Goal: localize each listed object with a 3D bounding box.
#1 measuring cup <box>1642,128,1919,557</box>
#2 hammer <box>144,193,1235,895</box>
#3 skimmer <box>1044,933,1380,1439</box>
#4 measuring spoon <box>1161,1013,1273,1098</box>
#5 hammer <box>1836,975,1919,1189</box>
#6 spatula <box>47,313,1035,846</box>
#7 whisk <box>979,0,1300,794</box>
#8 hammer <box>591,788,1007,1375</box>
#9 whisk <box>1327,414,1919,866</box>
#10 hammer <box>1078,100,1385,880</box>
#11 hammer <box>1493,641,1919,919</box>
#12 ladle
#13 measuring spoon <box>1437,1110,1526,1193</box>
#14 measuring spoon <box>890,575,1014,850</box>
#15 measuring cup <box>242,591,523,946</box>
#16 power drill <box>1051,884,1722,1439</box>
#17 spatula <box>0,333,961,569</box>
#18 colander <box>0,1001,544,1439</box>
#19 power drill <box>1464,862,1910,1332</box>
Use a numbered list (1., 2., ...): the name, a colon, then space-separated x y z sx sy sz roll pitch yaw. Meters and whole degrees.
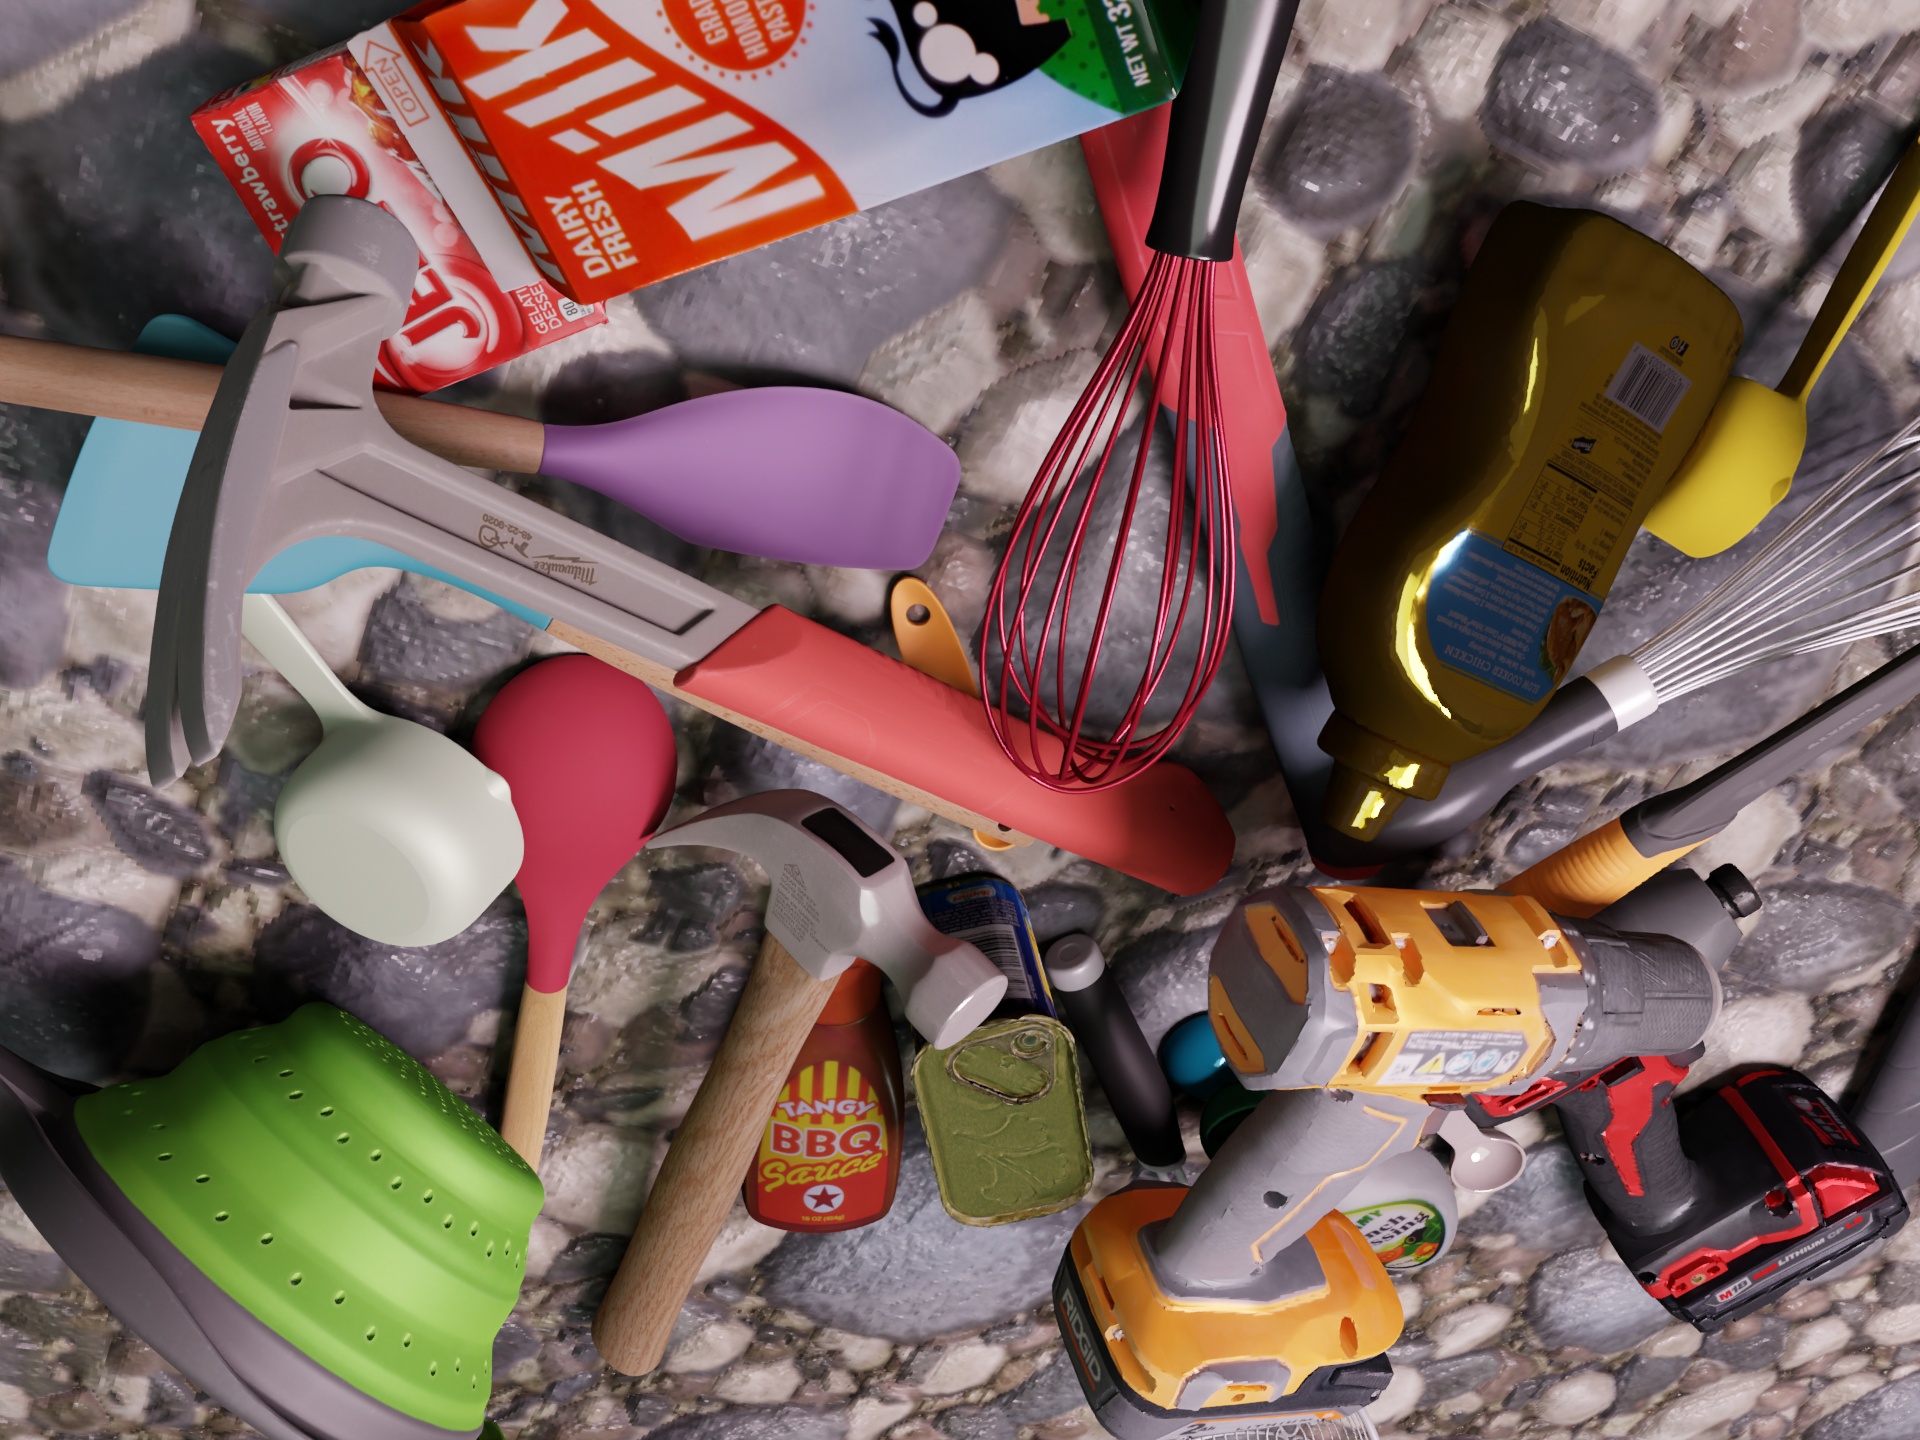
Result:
1. measuring cup: 0.261 -0.127 0.500 0.029 0.062 0.156 23 106 -7
2. hammer: -0.039 -0.001 0.463 0.037 0.149 0.358 -22 146 40
3. skimmer: 0.096 0.249 0.687 0.127 0.090 0.363 -1 128 34
4. measuring spoon: 0.141 0.161 0.678 0.128 0.021 0.042 28 114 -25
5. hammer: 0.436 0.051 0.649 0.149 0.036 0.408 -1 123 -8
6. spatula: -0.105 -0.019 0.501 0.317 0.044 0.082 25 103 -22
7. whisk: 0.056 -0.106 0.425 0.073 0.073 0.295 4 117 -12
8. hammer: -0.091 0.153 0.595 0.031 0.130 0.331 -24 150 -45
9. whisk: 0.250 -0.025 0.534 0.284 0.070 0.070 -30 123 4
10. hammer: 0.066 -0.091 0.491 0.143 0.038 0.385 -20 124 5
11. hammer: 0.237 0.047 0.563 0.127 0.034 0.336 6 142 -42
12. ladle: -0.159 0.115 0.596 0.069 0.031 0.315 7 123 -16
13. measuring spoon: 0.209 0.165 0.700 0.034 0.018 0.124 -34 115 15
14. measuring spoon: -0.001 -0.002 0.557 0.021 0.011 0.116 -17 121 7
15. measuring cup: -0.206 0.005 0.496 0.083 0.038 0.167 -16 120 31
16. power drill: 0.146 0.150 0.554 0.185 0.084 0.226 5 125 -24
17. spatula: -0.142 -0.082 0.441 0.315 0.018 0.059 4 124 -27
18. colander: -0.271 0.110 0.531 0.397 0.204 0.094 44 73 -14
19. power drill: 0.300 0.154 0.671 0.143 0.079 0.219 -37 118 14
